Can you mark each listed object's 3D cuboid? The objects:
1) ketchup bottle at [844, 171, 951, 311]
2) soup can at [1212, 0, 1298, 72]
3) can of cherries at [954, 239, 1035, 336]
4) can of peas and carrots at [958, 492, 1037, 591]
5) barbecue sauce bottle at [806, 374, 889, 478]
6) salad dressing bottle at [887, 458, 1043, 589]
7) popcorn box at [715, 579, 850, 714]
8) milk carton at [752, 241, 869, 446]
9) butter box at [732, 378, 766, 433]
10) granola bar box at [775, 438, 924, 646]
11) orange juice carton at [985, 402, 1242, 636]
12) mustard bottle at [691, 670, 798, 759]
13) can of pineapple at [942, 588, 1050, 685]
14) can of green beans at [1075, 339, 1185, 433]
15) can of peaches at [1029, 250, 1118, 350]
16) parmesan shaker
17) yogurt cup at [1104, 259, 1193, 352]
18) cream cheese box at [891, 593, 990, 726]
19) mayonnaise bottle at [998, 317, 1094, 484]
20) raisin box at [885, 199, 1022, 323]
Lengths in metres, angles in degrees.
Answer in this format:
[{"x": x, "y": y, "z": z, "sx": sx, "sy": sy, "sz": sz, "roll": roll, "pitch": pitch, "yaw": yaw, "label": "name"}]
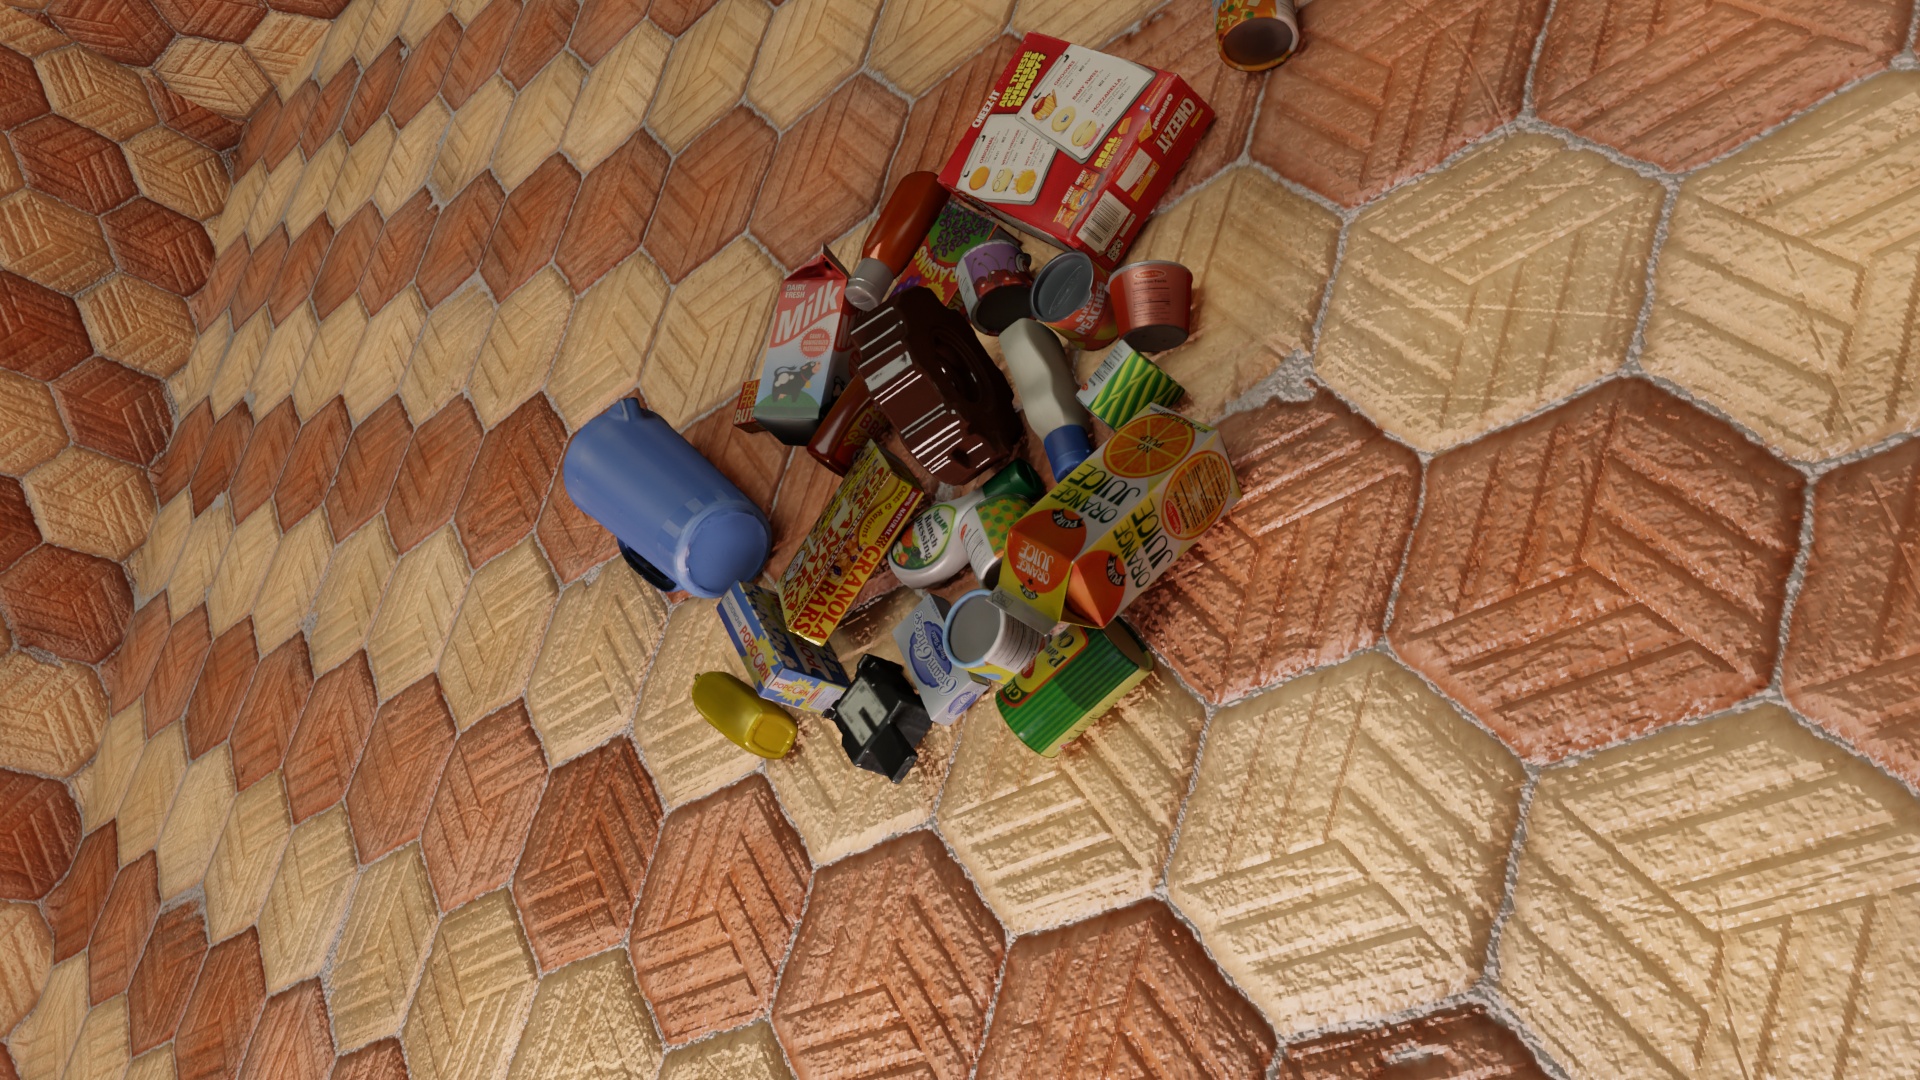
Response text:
[{"x": -0.065, "y": -0.291, "z": 1.353, "sx": 0.064, "sy": 0.043, "sz": 0.149, "roll": -2, "pitch": 54, "yaw": 49, "label": "ketchup bottle"}, {"x": 0.238, "y": -0.438, "z": 1.143, "sx": 0.071, "sy": 0.071, "sz": 0.084, "roll": -20, "pitch": 58, "yaw": 36, "label": "soup can"}, {"x": 0.036, "y": -0.225, "z": 1.235, "sx": 0.071, "sy": 0.071, "sz": 0.058, "roll": -38, "pitch": 49, "yaw": 25, "label": "can of cherries"}, {"x": 0.040, "y": 0.004, "z": 1.121, "sx": 0.070, "sy": 0.071, "sz": 0.059, "roll": -41, "pitch": 48, "yaw": 22, "label": "can of peas and carrots"}, {"x": -0.085, "y": -0.131, "z": 1.310, "sx": 0.044, "sy": 0.064, "sz": 0.148, "roll": 29, "pitch": 83, "yaw": 28, "label": "barbecue sauce bottle"}, {"x": 0.004, "y": -0.015, "z": 1.178, "sx": 0.147, "sy": 0.044, "sz": 0.064, "roll": -37, "pitch": 48, "yaw": 25, "label": "salad dressing bottle"}, {"x": -0.159, "y": 0.096, "z": 1.250, "sx": 0.038, "sy": 0.085, "sz": 0.127, "roll": -51, "pitch": 45, "yaw": 15, "label": "popcorn box"}, {"x": -0.139, "y": -0.193, "z": 1.366, "sx": 0.073, "sy": 0.072, "sz": 0.191, "roll": 3, "pitch": 71, "yaw": 21, "label": "milk carton"}, {"x": -0.191, "y": -0.144, "z": 1.442, "sx": 0.103, "sy": 0.024, "sz": 0.053, "roll": -4, "pitch": 67, "yaw": 42, "label": "butter box"}, {"x": -0.101, "y": 0.000, "z": 1.244, "sx": 0.165, "sy": 0.039, "sz": 0.124, "roll": -56, "pitch": 20, "yaw": 8, "label": "granola bar box"}, {"x": 0.107, "y": -0.007, "z": 0.999, "sx": 0.193, "sy": 0.072, "sz": 0.072, "roll": -41, "pitch": 40, "yaw": -16, "label": "orange juice carton"}, {"x": -0.211, "y": 0.155, "z": 1.291, "sx": 0.160, "sy": 0.065, "sz": 0.049, "roll": 21, "pitch": 81, "yaw": 53, "label": "mustard bottle"}, {"x": 0.027, "y": 0.077, "z": 1.102, "sx": 0.071, "sy": 0.058, "sz": 0.071, "roll": -21, "pitch": 58, "yaw": 36, "label": "can of pineapple"}, {"x": 0.133, "y": -0.115, "z": 1.087, "sx": 0.057, "sy": 0.071, "sz": 0.071, "roll": -51, "pitch": 44, "yaw": 12, "label": "can of green beans"}, {"x": 0.102, "y": -0.199, "z": 1.163, "sx": 0.071, "sy": 0.058, "sz": 0.071, "roll": -20, "pitch": 58, "yaw": 35, "label": "can of peaches"}, {"x": 0.085, "y": 0.103, "z": 1.030, "sx": 0.103, "sy": 0.071, "sz": 0.071, "roll": -45, "pitch": 46, "yaw": 18, "label": "parmesan shaker"}, {"x": 0.153, "y": -0.184, "z": 1.105, "sx": 0.072, "sy": 0.072, "sz": 0.054, "roll": -15, "pitch": 69, "yaw": 39, "label": "yogurt cup"}, {"x": -0.017, "y": 0.099, "z": 1.158, "sx": 0.053, "sy": 0.024, "sz": 0.104, "roll": -46, "pitch": 45, "yaw": 19, "label": "cream cheese box"}, {"x": 0.076, "y": -0.113, "z": 1.146, "sx": 0.041, "sy": 0.065, "sz": 0.149, "roll": -34, "pitch": 54, "yaw": 27, "label": "mayonnaise bottle"}, {"x": -0.009, "y": -0.250, "z": 1.308, "sx": 0.123, "sy": 0.040, "sz": 0.086, "roll": -57, "pitch": 44, "yaw": 8, "label": "raisin box"}]
